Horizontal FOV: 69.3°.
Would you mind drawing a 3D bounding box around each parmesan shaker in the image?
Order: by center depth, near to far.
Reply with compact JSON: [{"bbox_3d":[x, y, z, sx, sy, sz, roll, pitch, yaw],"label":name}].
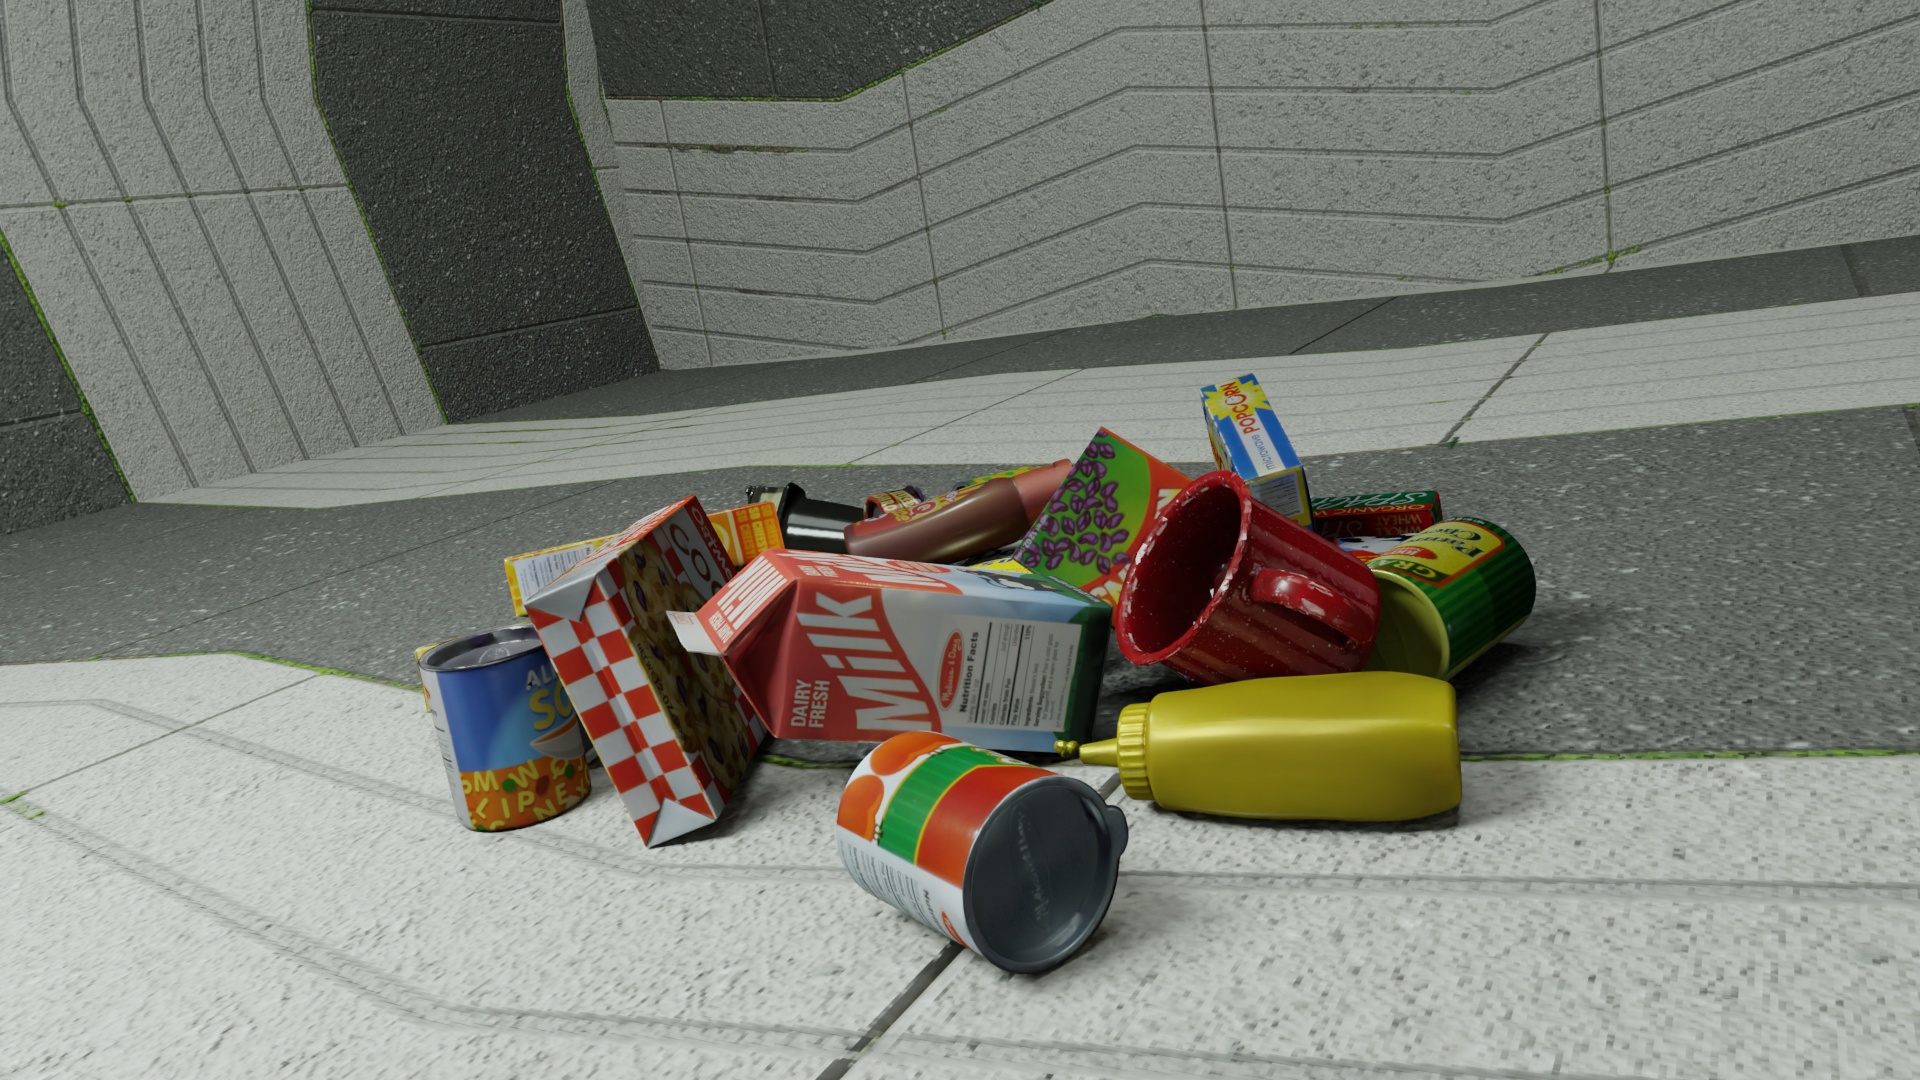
[{"bbox_3d":[0.222,0.032,0.668,0.071,0.071,0.103,3,17,43],"label":"parmesan shaker"}]

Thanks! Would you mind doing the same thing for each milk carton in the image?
[{"bbox_3d":[-0.035,0.049,0.635,0.191,0.073,0.072,6,8,-20],"label":"milk carton"}]

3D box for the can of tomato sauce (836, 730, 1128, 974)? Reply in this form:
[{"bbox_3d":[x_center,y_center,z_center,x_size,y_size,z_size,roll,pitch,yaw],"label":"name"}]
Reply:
[{"bbox_3d":[0.006,0.106,0.492,0.071,0.071,0.083,-17,14,-33],"label":"can of tomato sauce"}]

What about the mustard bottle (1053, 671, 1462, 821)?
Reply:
[{"bbox_3d":[0.116,0.083,0.557,0.160,0.048,0.065,-5,12,21],"label":"mustard bottle"}]

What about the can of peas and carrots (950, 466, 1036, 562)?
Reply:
[{"bbox_3d":[0.033,-0.016,1.010,0.059,0.070,0.071,-14,14,-24],"label":"can of peas and carrots"}]

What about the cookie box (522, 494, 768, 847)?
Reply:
[{"bbox_3d":[-0.139,0.055,0.680,0.040,0.122,0.168,-22,11,9],"label":"cookie box"}]

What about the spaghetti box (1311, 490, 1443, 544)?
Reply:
[{"bbox_3d":[0.194,-0.006,0.936,0.250,0.028,0.050,-4,15,23],"label":"spaghetti box"}]

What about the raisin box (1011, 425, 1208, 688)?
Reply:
[{"bbox_3d":[0.099,0.009,0.704,0.123,0.086,0.040,35,0,32],"label":"raisin box"}]

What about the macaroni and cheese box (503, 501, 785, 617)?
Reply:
[{"bbox_3d":[-0.202,0.013,0.909,0.167,0.040,0.123,-13,-1,-11],"label":"macaroni and cheese box"}]

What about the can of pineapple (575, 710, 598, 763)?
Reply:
[{"bbox_3d":[-0.211,0.081,0.745,0.071,0.071,0.058,-9,13,2],"label":"can of pineapple"}]

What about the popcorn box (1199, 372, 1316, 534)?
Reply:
[{"bbox_3d":[0.186,-0.037,0.864,0.038,0.085,0.127,-16,32,6],"label":"popcorn box"}]

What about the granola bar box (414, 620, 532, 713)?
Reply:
[{"bbox_3d":[-0.242,0.064,0.853,0.166,0.039,0.124,-13,0,-18],"label":"granola bar box"}]

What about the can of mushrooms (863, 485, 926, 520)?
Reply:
[{"bbox_3d":[-0.043,-0.006,1.009,0.033,0.071,0.071,-16,14,-20],"label":"can of mushrooms"}]

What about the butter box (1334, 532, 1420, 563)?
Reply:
[{"bbox_3d":[0.242,0.020,0.797,0.053,0.024,0.104,-5,14,17],"label":"butter box"}]

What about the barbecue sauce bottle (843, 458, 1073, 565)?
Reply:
[{"bbox_3d":[0.003,-0.011,0.866,0.148,0.043,0.065,-18,8,-1],"label":"barbecue sauce bottle"}]

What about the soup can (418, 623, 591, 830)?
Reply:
[{"bbox_3d":[-0.219,0.090,0.681,0.071,0.083,0.071,-8,13,2],"label":"soup can"}]
